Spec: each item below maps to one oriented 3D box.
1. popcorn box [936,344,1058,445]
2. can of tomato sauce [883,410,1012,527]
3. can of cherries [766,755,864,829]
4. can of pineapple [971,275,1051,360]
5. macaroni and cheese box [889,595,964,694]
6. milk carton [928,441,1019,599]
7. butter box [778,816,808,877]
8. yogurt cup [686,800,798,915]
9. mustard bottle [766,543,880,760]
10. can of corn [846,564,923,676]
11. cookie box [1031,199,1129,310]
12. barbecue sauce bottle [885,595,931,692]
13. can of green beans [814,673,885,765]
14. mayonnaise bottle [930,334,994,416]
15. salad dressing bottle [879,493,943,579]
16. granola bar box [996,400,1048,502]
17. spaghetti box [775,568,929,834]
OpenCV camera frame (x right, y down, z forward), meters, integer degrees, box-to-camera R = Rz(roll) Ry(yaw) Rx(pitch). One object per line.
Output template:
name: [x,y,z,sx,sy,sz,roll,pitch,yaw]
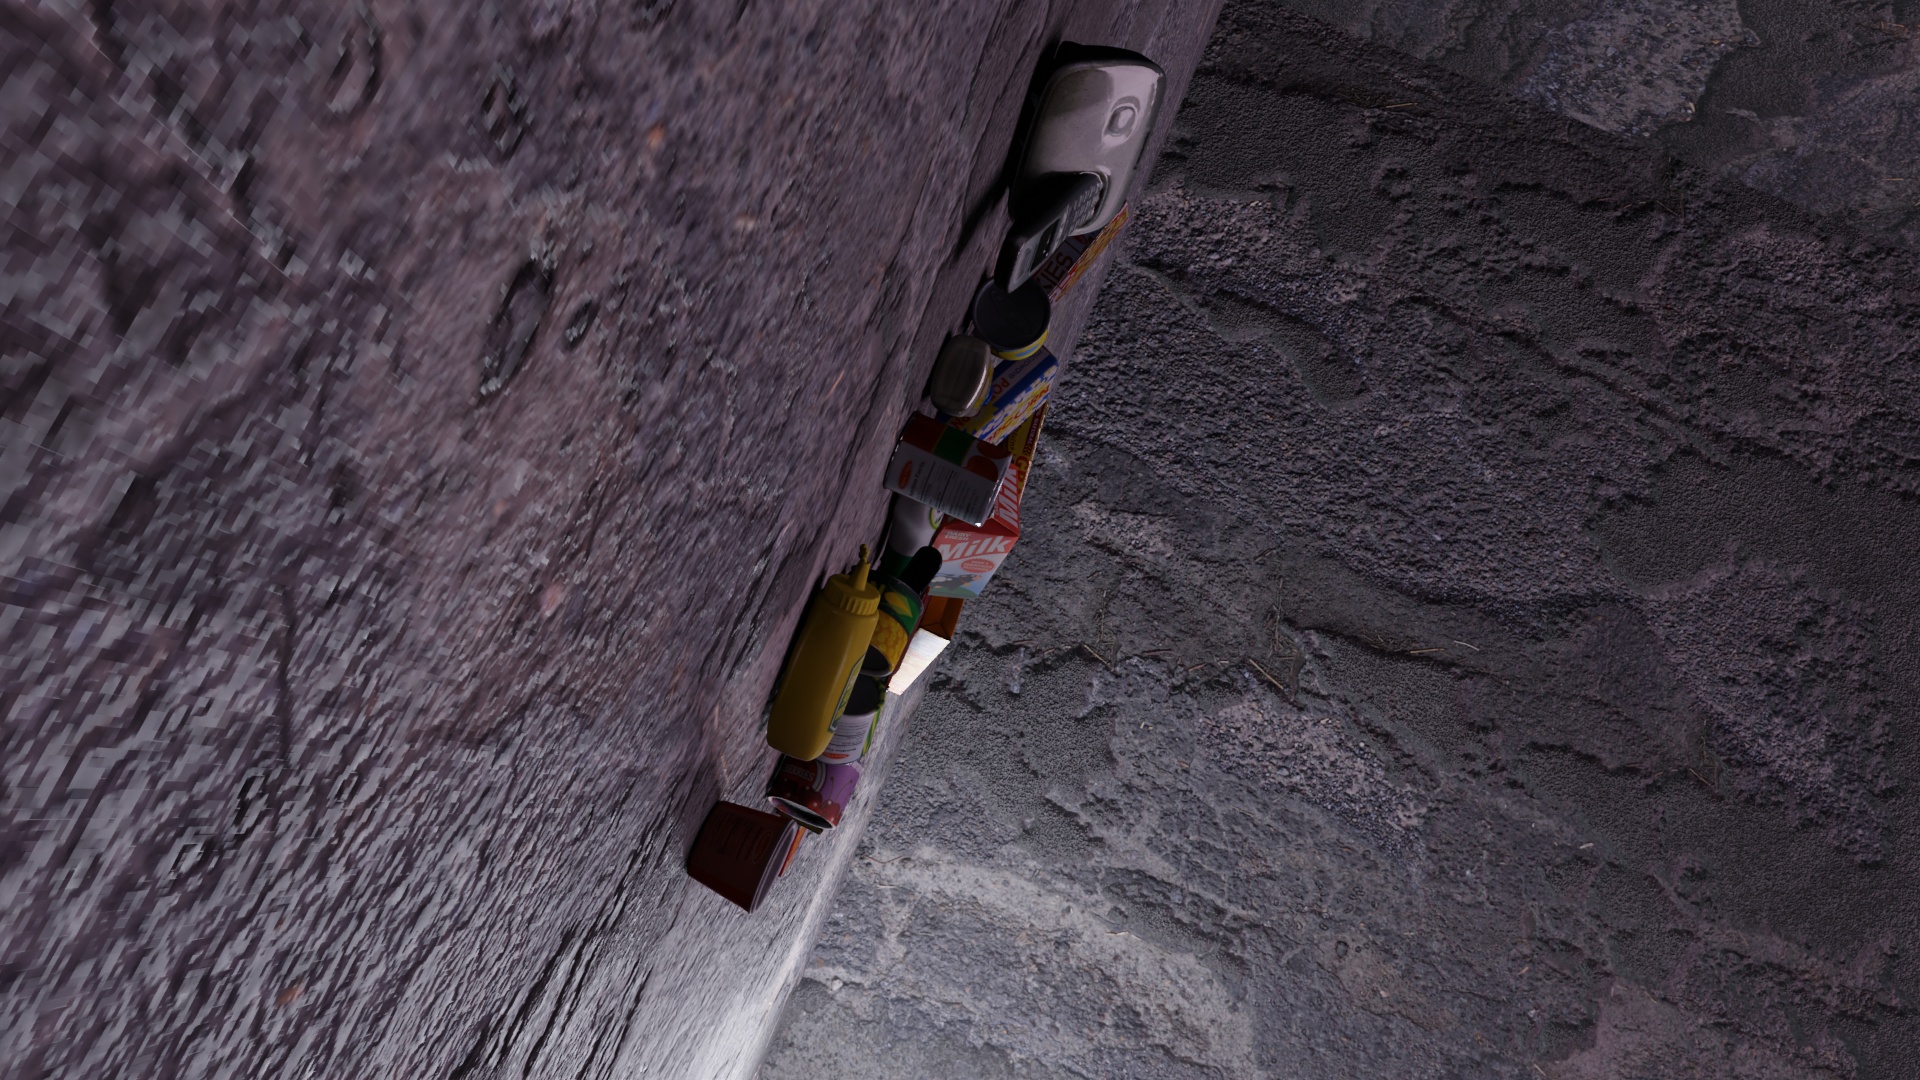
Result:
popcorn box: [0.031,-0.121,1.286,0.127,0.038,0.085,-42,169,-18]
can of tomato sauce: [-0.009,-0.057,1.094,0.071,0.083,0.071,18,95,-86]
can of cherries: [-0.125,0.205,1.180,0.071,0.071,0.058,104,10,-67]
can of pineapple: [0.041,-0.188,1.171,0.058,0.071,0.071,37,76,-86]
macaroni and cheese box: [-0.040,0.087,1.564,0.165,0.040,0.124,-51,-163,55]
milk carton: [0.005,-0.016,1.281,0.189,0.073,0.072,121,-28,-59]
butter box: [-0.170,0.295,1.376,0.103,0.024,0.053,-8,120,-86]
yogurt cup: [-0.149,0.211,0.937,0.072,0.054,0.072,17,96,-86]
mustard bottle: [-0.091,0.076,0.982,0.065,0.049,0.159,-61,173,-73]
can of corn: [-0.072,0.063,1.074,0.070,0.071,0.058,107,8,-59]
cookie box: [0.088,-0.250,1.281,0.167,0.040,0.123,-50,179,9]
barbecue sauce bottle: [-0.073,0.102,1.454,0.065,0.044,0.148,-75,-171,-86]
can of green beans: [-0.098,0.138,1.125,0.071,0.071,0.057,-62,174,-52]
mayonnaise bottle: [0.005,-0.132,1.156,0.148,0.041,0.064,-13,124,-85]
salad dressing bottle: [-0.036,-0.024,1.201,0.064,0.044,0.146,-58,171,-50]
granola bar box: [0.032,-0.071,1.455,0.124,0.039,0.165,5,-103,70]
spaghetti box: [-0.100,0.147,1.288,0.028,0.050,0.250,37,76,-85]
